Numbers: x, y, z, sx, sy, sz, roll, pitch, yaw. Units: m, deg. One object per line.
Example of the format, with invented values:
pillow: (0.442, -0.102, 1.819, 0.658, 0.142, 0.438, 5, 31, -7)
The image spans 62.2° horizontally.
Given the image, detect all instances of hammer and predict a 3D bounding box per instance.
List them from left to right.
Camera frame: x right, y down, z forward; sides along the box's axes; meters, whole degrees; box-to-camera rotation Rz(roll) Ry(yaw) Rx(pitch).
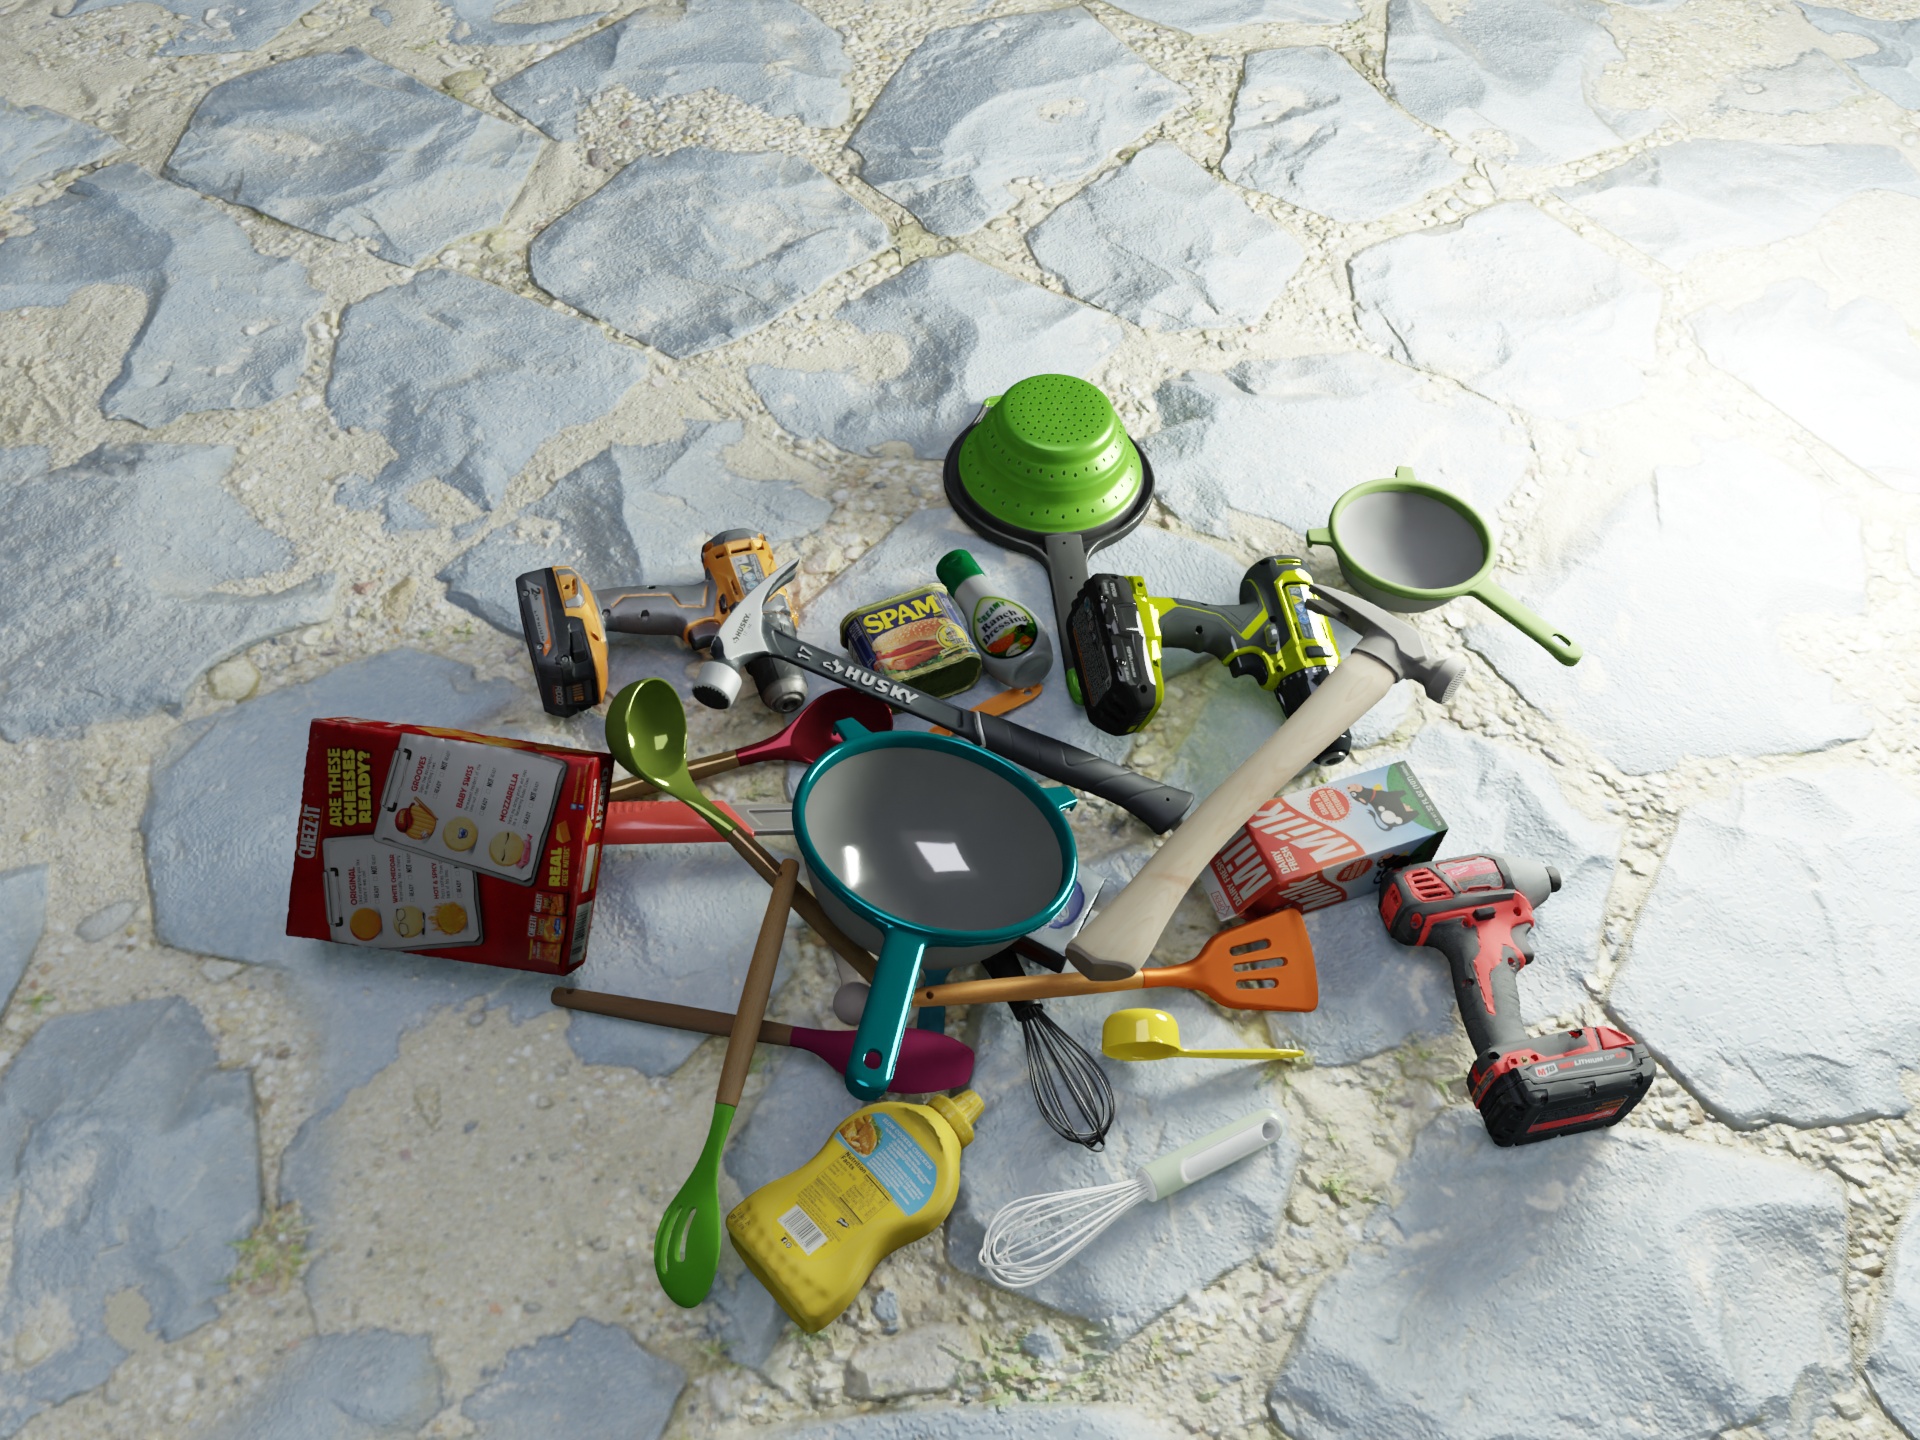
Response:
hammer: (-0.212, 0.088, 1.249, 0.359, 0.036, 0.149, -1, 56, -5)
hammer: (-0.002, -0.004, 1.293, 0.409, 0.036, 0.149, 23, 58, -2)
hammer: (0.217, 0.046, 1.228, 0.146, 0.038, 0.411, 36, 62, 25)

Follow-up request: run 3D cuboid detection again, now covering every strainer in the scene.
strainer: (-0.038, 0.148, 1.115, 0.211, 0.095, 0.341, 18, 39, -2)
strainer: (0.439, -0.115, 1.428, 0.151, 0.069, 0.256, -35, 63, -28)

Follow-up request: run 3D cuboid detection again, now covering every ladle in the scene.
ladle: (-0.208, 0.039, 1.305, 0.315, 0.031, 0.069, -16, 79, -11)
ladle: (-0.146, 0.095, 1.190, 0.320, 0.062, 0.078, 45, 30, 2)

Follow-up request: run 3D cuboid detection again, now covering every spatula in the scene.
spatula: (0.114, 0.190, 1.171, 0.322, 0.041, 0.081, -1, 73, -23)

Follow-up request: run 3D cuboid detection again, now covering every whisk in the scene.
whisk: (0.048, 0.215, 1.179, 0.055, 0.055, 0.239, -19, 52, -16)
whisk: (0.122, 0.325, 1.101, 0.246, 0.059, 0.058, -19, 95, -21)

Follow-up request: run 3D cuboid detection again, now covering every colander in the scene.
colander: (0.095, -0.193, 1.451, 0.204, 0.094, 0.398, -3, 54, -5)

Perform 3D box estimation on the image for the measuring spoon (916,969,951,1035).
measuring spoon: (-0.020, 0.205, 1.195, 0.042, 0.021, 0.129, 5, 54, 0)

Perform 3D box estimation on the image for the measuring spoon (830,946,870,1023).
measuring spoon: (-0.089, 0.174, 1.217, 0.034, 0.018, 0.124, -10, 54, -10)

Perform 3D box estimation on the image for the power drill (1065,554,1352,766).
power drill: (0.219, -0.048, 1.346, 0.228, 0.080, 0.191, -2, 63, -19)

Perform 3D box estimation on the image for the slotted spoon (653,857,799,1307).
slotted spoon: (-0.158, 0.242, 1.105, 0.031, 0.070, 0.314, 31, 60, -34)

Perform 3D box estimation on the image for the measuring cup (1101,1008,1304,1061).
measuring cup: (0.179, 0.232, 1.170, 0.156, 0.062, 0.029, 5, 64, -13)

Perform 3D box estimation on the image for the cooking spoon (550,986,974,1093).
cooking spoon: (-0.148, 0.227, 1.162, 0.319, 0.017, 0.069, 8, 31, 8)

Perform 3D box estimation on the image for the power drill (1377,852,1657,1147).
power drill: (0.419, 0.196, 1.196, 0.143, 0.078, 0.220, -9, 52, -10)

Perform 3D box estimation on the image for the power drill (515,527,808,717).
power drill: (-0.248, -0.067, 1.354, 0.226, 0.084, 0.186, -13, 57, -17)

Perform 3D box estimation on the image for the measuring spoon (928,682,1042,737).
measuring spoon: (0.023, -0.005, 1.363, 0.117, 0.011, 0.021, -26, 48, -24)
